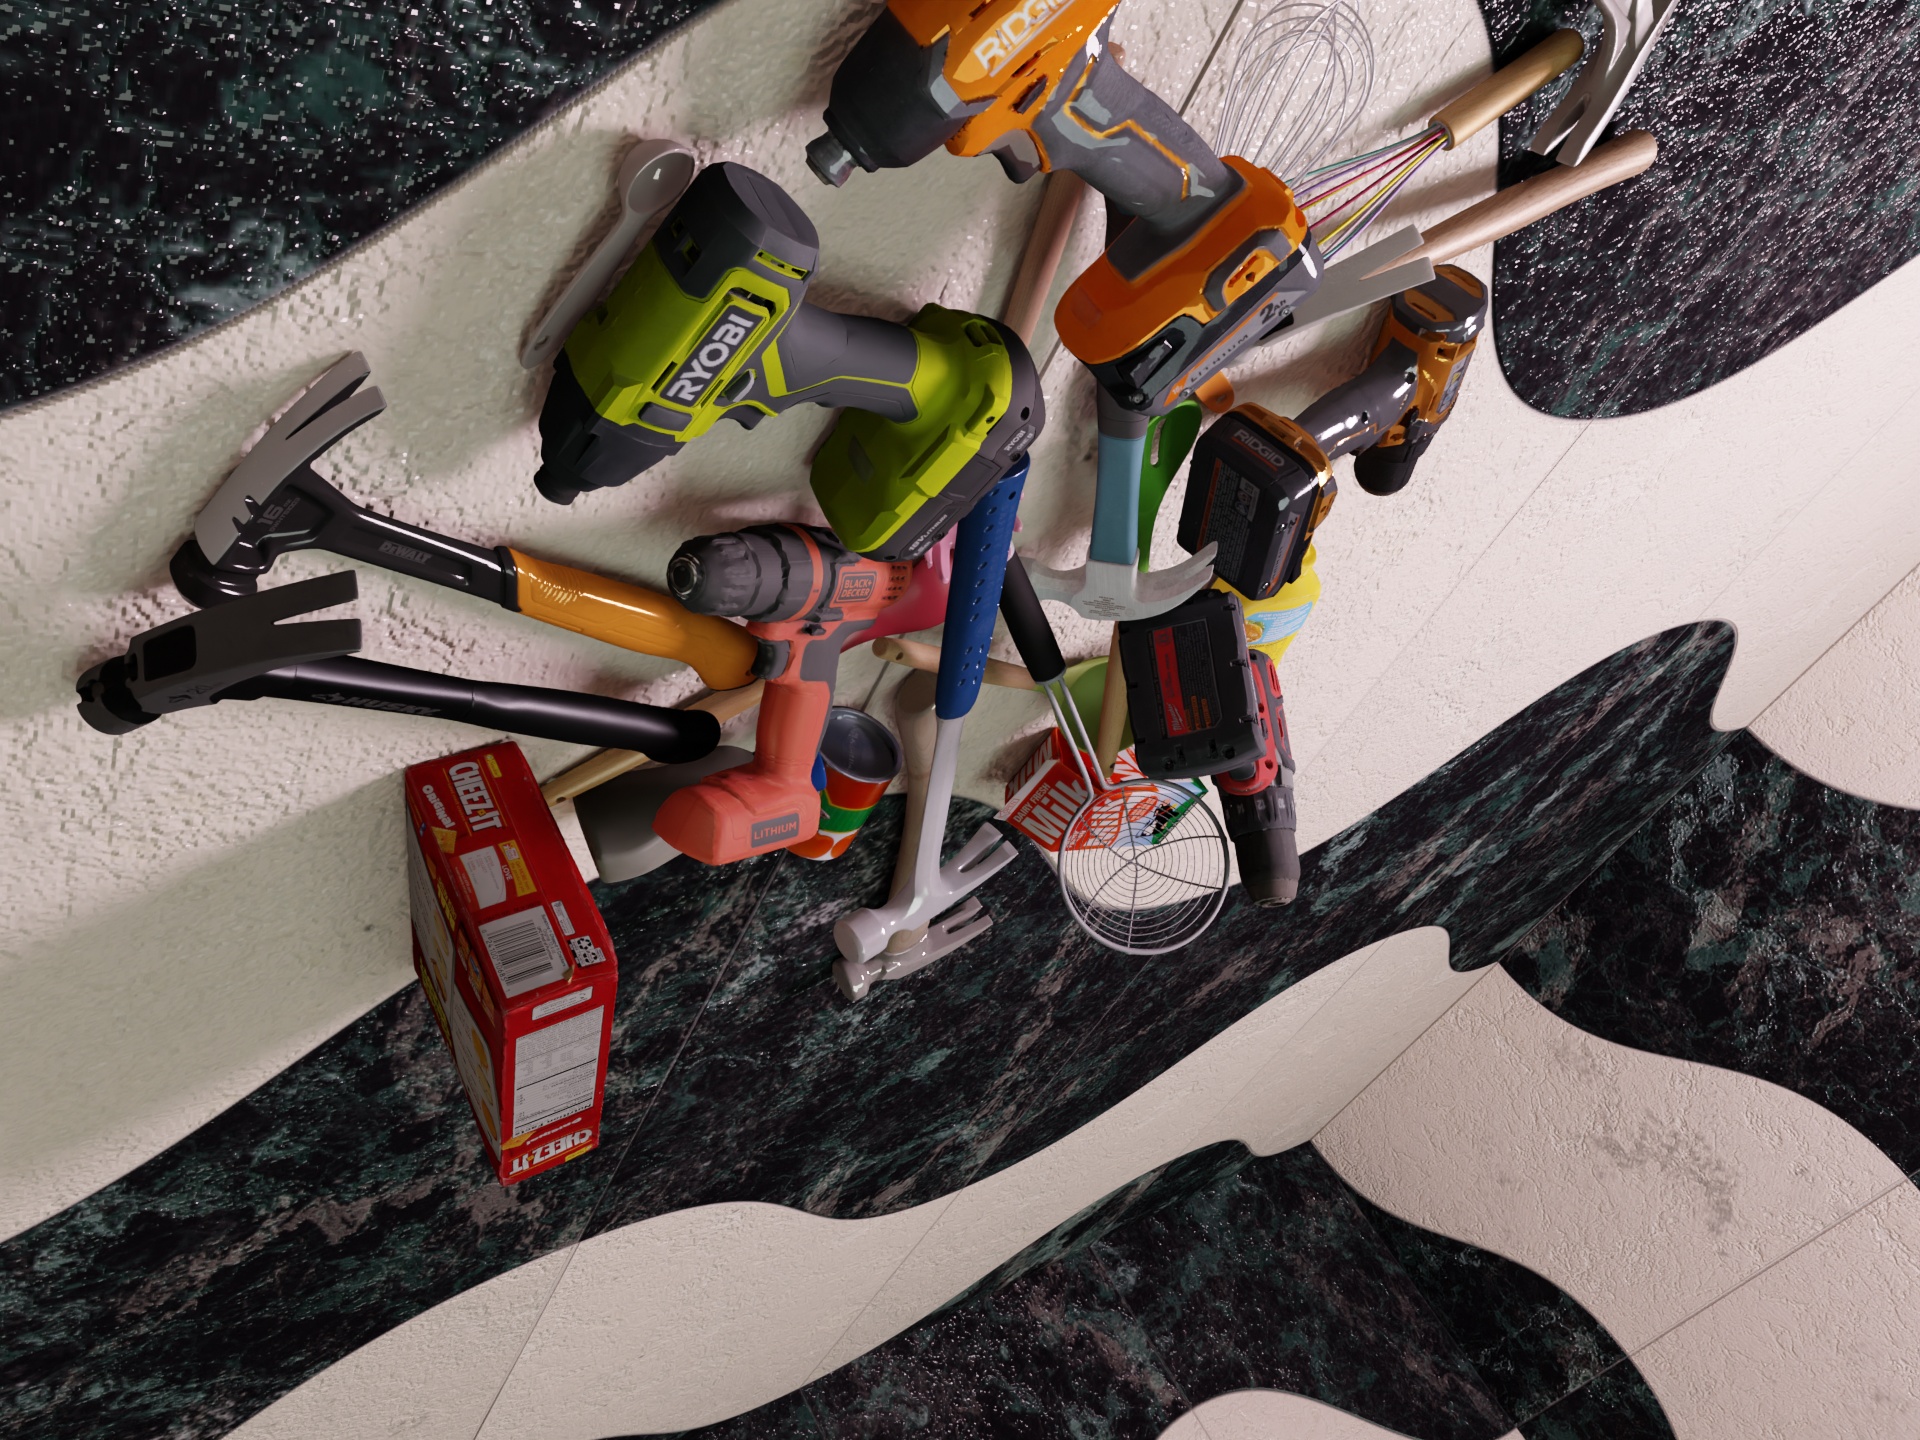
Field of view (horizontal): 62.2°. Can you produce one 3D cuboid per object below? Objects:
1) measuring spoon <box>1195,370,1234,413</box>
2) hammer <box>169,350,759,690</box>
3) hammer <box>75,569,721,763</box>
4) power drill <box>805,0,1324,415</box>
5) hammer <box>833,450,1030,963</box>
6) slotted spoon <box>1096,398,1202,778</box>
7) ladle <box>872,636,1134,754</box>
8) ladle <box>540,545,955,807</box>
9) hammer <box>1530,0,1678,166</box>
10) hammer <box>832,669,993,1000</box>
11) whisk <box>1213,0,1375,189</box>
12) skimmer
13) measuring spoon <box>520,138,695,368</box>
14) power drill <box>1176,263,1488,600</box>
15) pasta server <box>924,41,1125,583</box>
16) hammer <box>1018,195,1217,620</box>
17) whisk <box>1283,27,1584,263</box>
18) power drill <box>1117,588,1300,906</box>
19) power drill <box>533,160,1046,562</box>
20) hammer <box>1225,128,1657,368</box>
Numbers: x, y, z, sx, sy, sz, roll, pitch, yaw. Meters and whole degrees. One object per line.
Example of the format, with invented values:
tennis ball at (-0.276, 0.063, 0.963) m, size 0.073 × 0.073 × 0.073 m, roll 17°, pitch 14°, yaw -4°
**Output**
measuring spoon at (0.145, -0.213, 0.970) m, size 0.021 × 0.011 × 0.116 m, roll -43°, pitch 155°, yaw 12°
hammer at (-0.201, -0.070, 0.783) m, size 0.127 × 0.034 × 0.336 m, roll -43°, pitch 152°, yaw 17°
hammer at (-0.235, -0.010, 0.788) m, size 0.146 × 0.035 × 0.334 m, roll -17°, pitch 165°, yaw 28°
power drill at (0.047, -0.238, 0.697) m, size 0.164 × 0.084 × 0.226 m, roll -38°, pitch 134°, yaw 11°
hammer at (-0.002, -0.003, 0.985) m, size 0.144 × 0.035 × 0.405 m, roll -29°, pitch 147°, yaw -31°
slotted spoon at (0.112, -0.079, 1.058) m, size 0.070 × 0.031 × 0.313 m, roll -26°, pitch 139°, yaw -30°
ladle at (0.042, -0.024, 1.075) m, size 0.078 × 0.062 × 0.320 m, roll -57°, pitch 152°, yaw 14°
ladle at (-0.114, -0.026, 0.959) m, size 0.315 × 0.031 × 0.069 m, roll -29°, pitch 152°, yaw -9°
hammer at (0.266, -0.398, 0.755) m, size 0.358 × 0.037 × 0.149 m, roll 9°, pitch 115°, yaw -51°
hammer at (-0.022, 0.086, 1.227) m, size 0.146 × 0.038 × 0.410 m, roll -25°, pitch 151°, yaw -22°
whisk at (0.133, -0.253, 0.845) m, size 0.070 × 0.070 × 0.284 m, roll -16°, pitch 151°, yaw -33°
skimmer at (0.090, 0.023, 1.059) m, size 0.127 × 0.090 × 0.362 m, roll -31°, pitch 135°, yaw -4°
measuring spoon at (-0.153, -0.195, 0.662) m, size 0.124 × 0.018 × 0.034 m, roll -43°, pitch 170°, yaw 29°
power drill at (0.244, -0.174, 1.043) m, size 0.226 × 0.084 × 0.185 m, roll -39°, pitch 156°, yaw -22°
pasta server at (0.033, -0.199, 0.834) m, size 0.060 × 0.040 × 0.316 m, roll -9°, pitch 143°, yaw -26°
hammer at (0.090, -0.175, 0.894) m, size 0.128 × 0.033 × 0.330 m, roll 10°, pitch 142°, yaw 9°
whisk at (0.249, -0.318, 0.890) m, size 0.245 × 0.051 × 0.047 m, roll -36°, pitch -176°, yaw -8°
power drill at (0.183, 0.022, 1.082) m, size 0.080 × 0.188 × 0.226 m, roll -12°, pitch 161°, yaw 19°
power drill at (-0.079, -0.149, 0.746) m, size 0.171 × 0.080 × 0.223 m, roll -44°, pitch 150°, yaw 27°
hammer at (0.303, -0.293, 0.949) m, size 0.331 × 0.031 × 0.130 m, roll -29°, pitch -171°, yaw -24°
